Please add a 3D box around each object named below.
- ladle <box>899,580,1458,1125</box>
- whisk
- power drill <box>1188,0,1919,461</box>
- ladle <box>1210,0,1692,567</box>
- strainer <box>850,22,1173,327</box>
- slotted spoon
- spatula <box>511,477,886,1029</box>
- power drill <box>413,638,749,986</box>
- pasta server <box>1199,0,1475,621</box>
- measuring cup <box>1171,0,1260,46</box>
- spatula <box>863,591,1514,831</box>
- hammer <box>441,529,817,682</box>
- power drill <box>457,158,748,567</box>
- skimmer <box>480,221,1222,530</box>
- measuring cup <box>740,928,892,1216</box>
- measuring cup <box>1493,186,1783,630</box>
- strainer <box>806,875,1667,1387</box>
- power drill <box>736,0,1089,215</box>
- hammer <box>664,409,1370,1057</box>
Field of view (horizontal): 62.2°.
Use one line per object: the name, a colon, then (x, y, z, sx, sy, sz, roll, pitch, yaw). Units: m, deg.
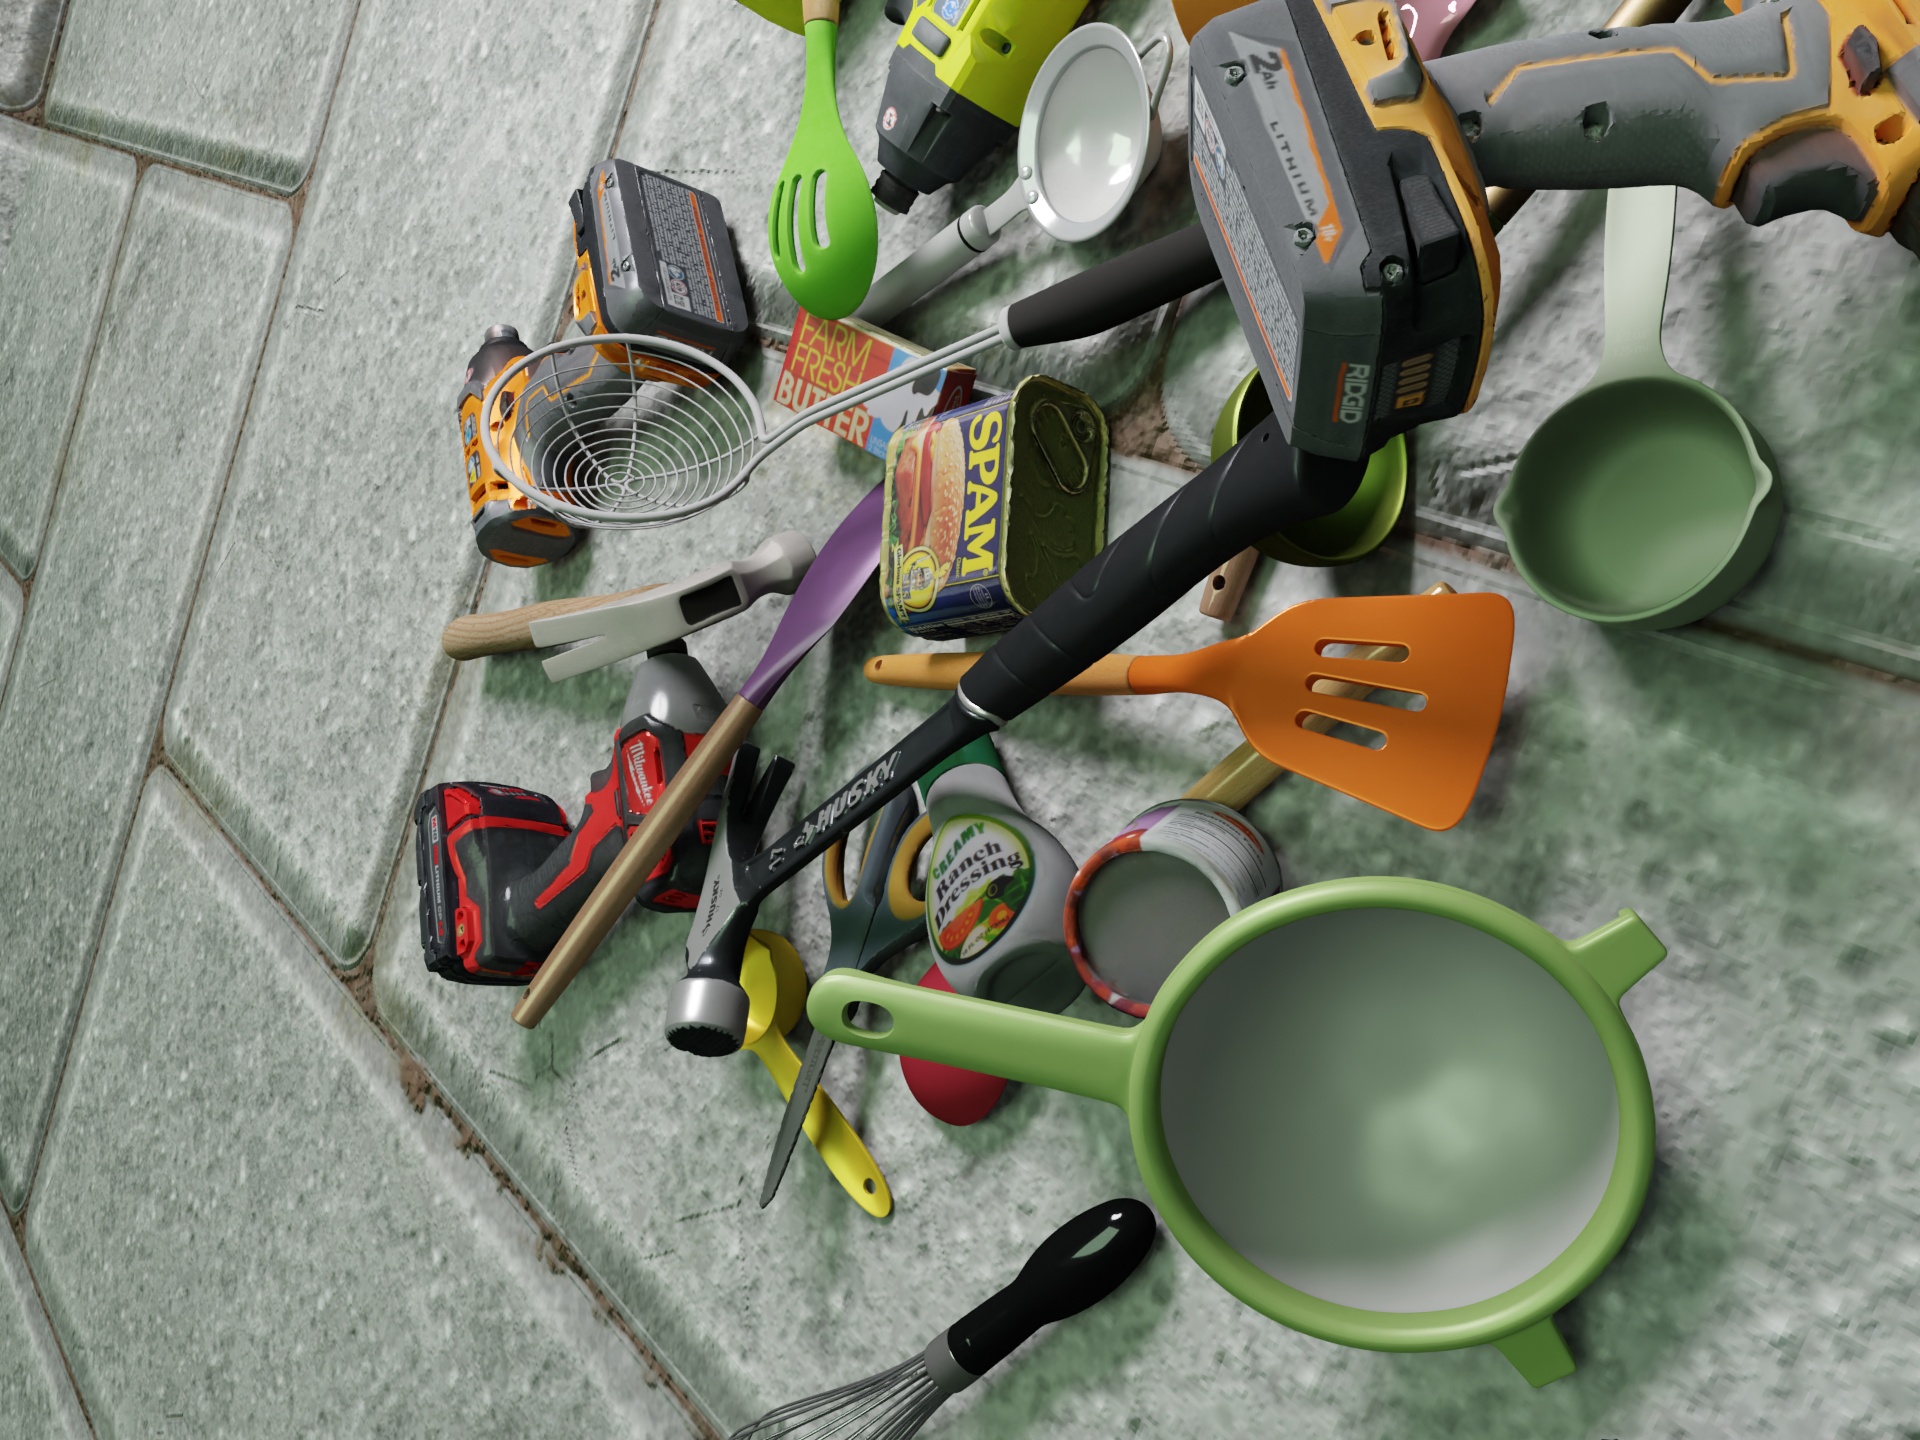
ladle: (0.070, 0.057, 0.612, 0.315, 0.031, 0.069, -46, 52, 27)
whisk: (-0.022, 0.275, 0.643, 0.284, 0.070, 0.070, -45, 53, 24)
power drill: (0.192, -0.140, 0.428, 0.226, 0.084, 0.186, -15, 64, 1)
ladle: (0.195, -0.185, 0.516, 0.320, 0.078, 0.062, -52, 23, 18)
strainer: (0.015, -0.226, 0.714, 0.258, 0.050, 0.087, -22, 75, 46)
slotted spoon: (-0.066, -0.344, 0.729, 0.070, 0.031, 0.314, 1, 91, 43)
spatula: (-0.115, 0.012, 0.749, 0.316, 0.018, 0.060, -55, 32, -2)
power drill: (-0.199, 0.053, 0.849, 0.219, 0.078, 0.143, -26, 64, 36)
pasta server: (0.142, -0.188, 0.580, 0.060, 0.040, 0.316, 24, 100, 34)
measuring cup: (0.127, -0.330, 0.608, 0.052, 0.095, 0.174, 4, 64, 32)
spatula: (0.061, -0.014, 0.622, 0.323, 0.041, 0.081, 4, 74, 54)
hammer: (-0.217, -0.054, 0.878, 0.331, 0.130, 0.031, -2, 111, 53)
power drill: (-0.222, -0.214, 0.922, 0.226, 0.084, 0.164, -37, 57, 38)
skimmer: (-0.044, -0.167, 0.677, 0.363, 0.090, 0.127, -16, 44, 28)
measuring cup: (-0.071, 0.162, 0.738, 0.062, 0.029, 0.157, -50, 63, 22)
measuring cup: (0.215, -0.109, 0.493, 0.083, 0.038, 0.168, -2, 79, 45)
strainer: (0.081, 0.105, 0.509, 0.256, 0.069, 0.151, 9, 105, 14)
power drill: (-0.032, -0.361, 0.764, 0.171, 0.080, 0.223, -54, 52, 23)
hammer: (-0.001, -0.002, 0.611, 0.409, 0.036, 0.149, -38, 36, 43)
